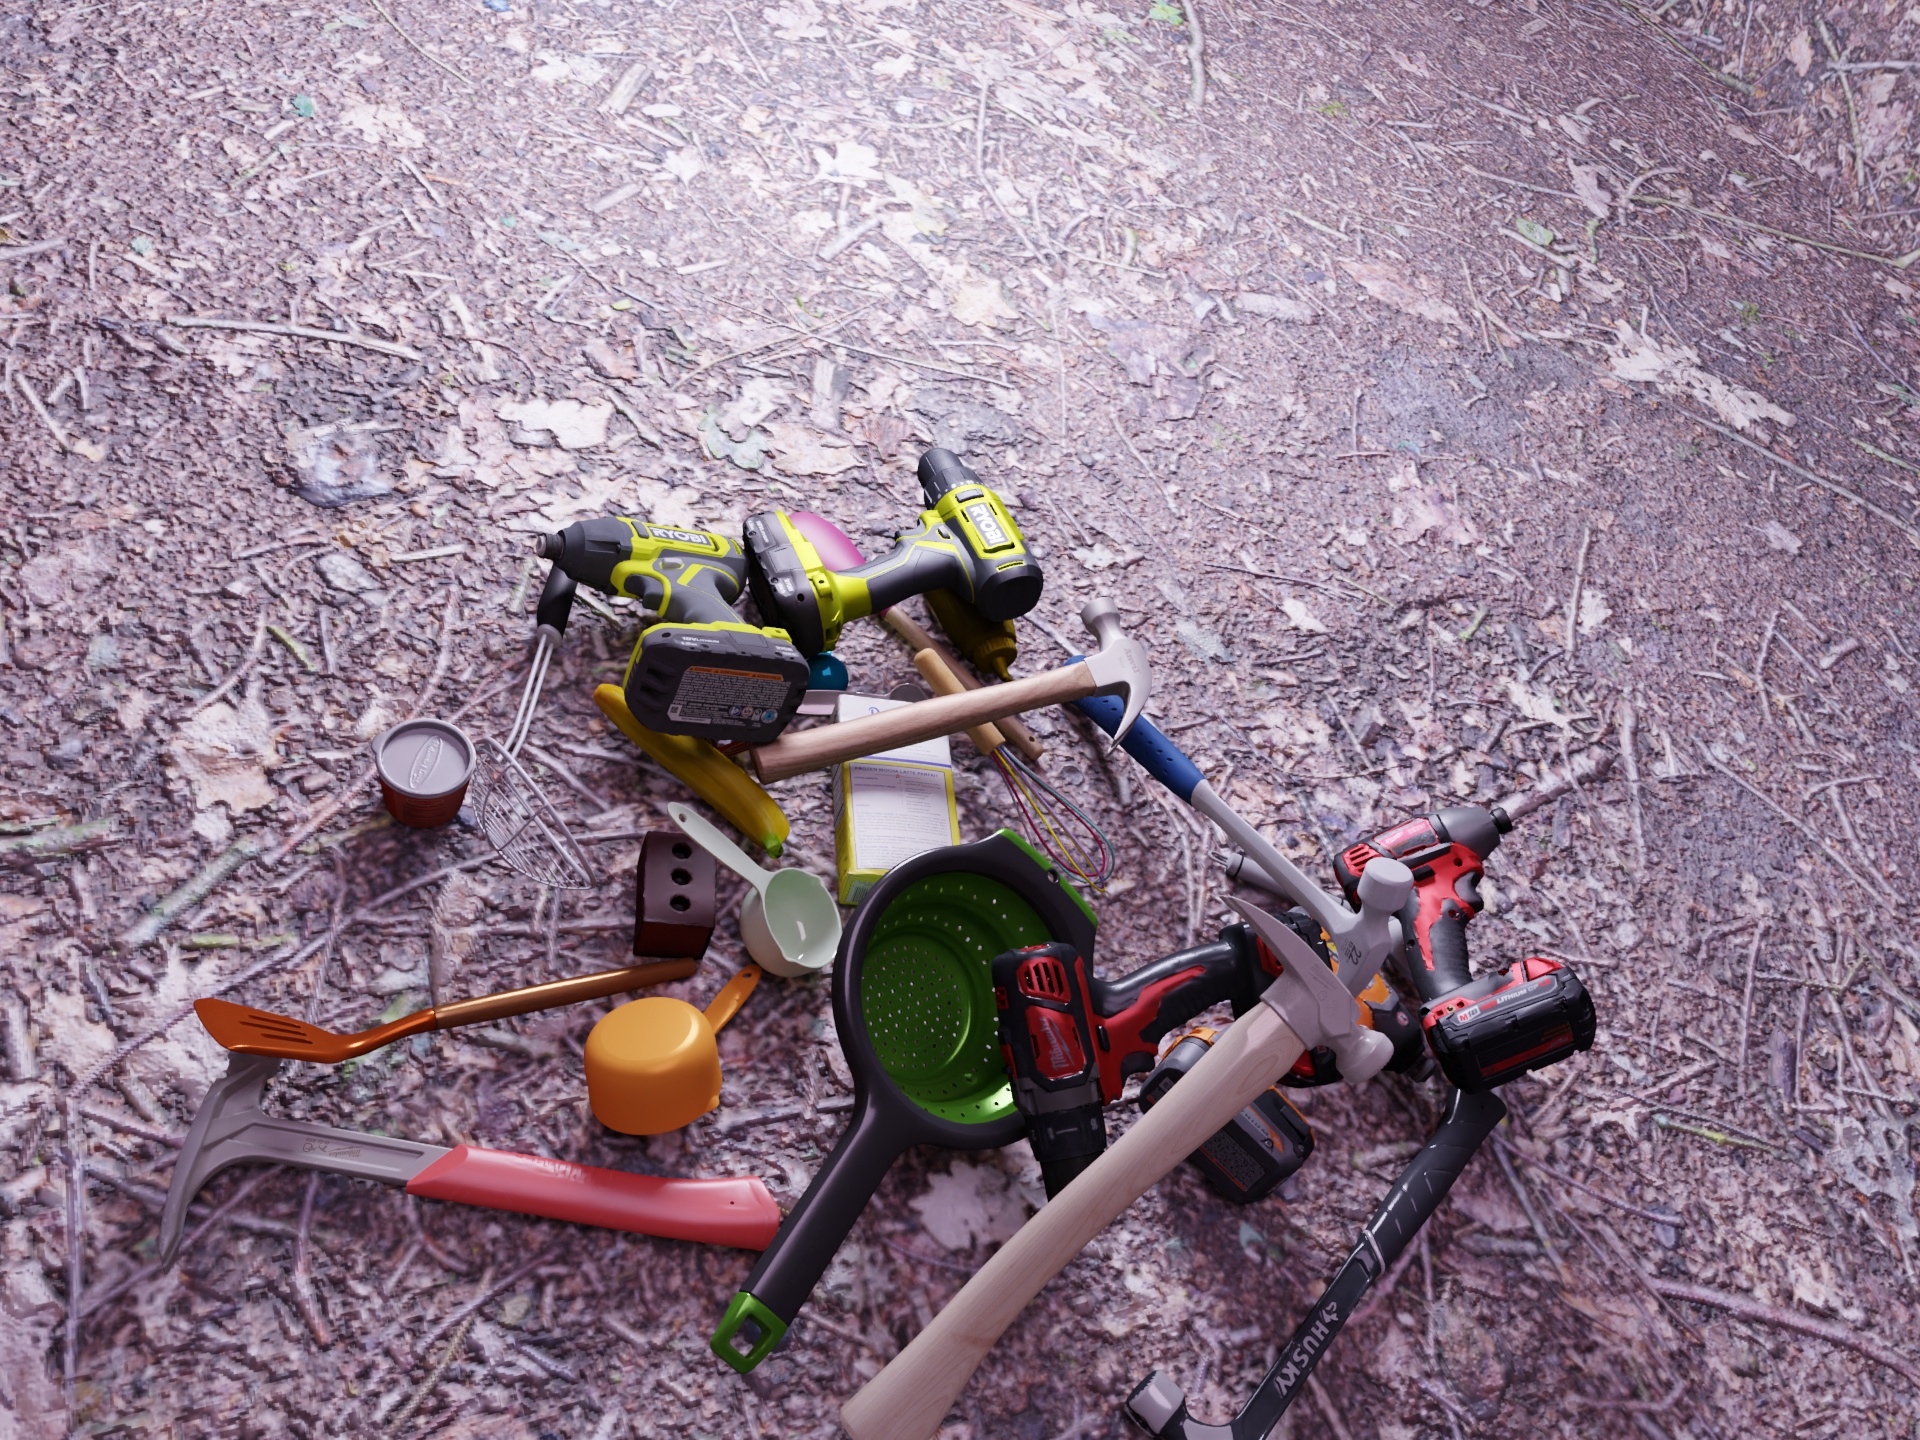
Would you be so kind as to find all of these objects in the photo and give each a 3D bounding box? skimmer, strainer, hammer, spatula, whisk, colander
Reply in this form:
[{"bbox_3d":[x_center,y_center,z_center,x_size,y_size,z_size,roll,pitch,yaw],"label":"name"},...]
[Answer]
[{"bbox_3d":[-0.295,-0.027,1.202,0.090,0.127,0.364,-10,44,10],"label":"skimmer"},{"bbox_3d":[0.326,0.162,1.322,0.258,0.050,0.087,23,33,2],"label":"strainer"},{"bbox_3d":[0.192,0.069,1.252,0.035,0.144,0.406,-6,33,-30],"label":"hammer"},{"bbox_3d":[0.287,0.393,1.125,0.149,0.036,0.409,43,51,14],"label":"hammer"},{"bbox_3d":[-0.320,0.181,1.037,0.322,0.041,0.081,-7,17,-36],"label":"spatula"},{"bbox_3d":[-0.291,0.293,0.986,0.359,0.036,0.149,13,50,-10],"label":"hammer"},{"bbox_3d":[0.080,0.291,0.995,0.410,0.038,0.146,-42,90,-9],"label":"hammer"},{"bbox_3d":[-0.002,-0.004,1.252,0.331,0.031,0.130,-15,63,-17],"label":"hammer"},{"bbox_3d":[0.042,0.039,1.278,0.245,0.051,0.047,52,41,10],"label":"whisk"},{"bbox_3d":[-0.054,0.250,1.065,0.204,0.094,0.397,46,56,-13],"label":"colander"}]

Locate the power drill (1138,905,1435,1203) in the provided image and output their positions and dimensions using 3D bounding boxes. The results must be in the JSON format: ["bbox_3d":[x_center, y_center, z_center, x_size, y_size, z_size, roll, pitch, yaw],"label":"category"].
[{"bbox_3d":[0.255,0.256,1.194,0.164,0.084,0.226,42,47,14],"label":"power drill"}]

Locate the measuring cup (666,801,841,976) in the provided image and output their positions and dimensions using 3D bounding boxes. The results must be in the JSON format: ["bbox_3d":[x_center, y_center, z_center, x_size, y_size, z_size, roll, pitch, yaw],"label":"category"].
[{"bbox_3d":[-0.156,0.119,1.132,0.167,0.038,0.083,44,37,-20],"label":"measuring cup"}]

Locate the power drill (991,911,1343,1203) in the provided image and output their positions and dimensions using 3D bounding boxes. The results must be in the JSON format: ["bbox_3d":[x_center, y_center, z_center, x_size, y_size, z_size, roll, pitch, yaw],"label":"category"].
[{"bbox_3d":[0.141,0.229,1.064,0.226,0.080,0.188,-9,79,-13],"label":"power drill"}]

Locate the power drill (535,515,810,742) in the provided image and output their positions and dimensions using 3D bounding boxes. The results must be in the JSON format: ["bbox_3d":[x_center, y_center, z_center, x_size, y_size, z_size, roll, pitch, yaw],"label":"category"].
[{"bbox_3d":[-0.222,-0.081,1.228,0.171,0.080,0.223,5,32,-35],"label":"power drill"}]

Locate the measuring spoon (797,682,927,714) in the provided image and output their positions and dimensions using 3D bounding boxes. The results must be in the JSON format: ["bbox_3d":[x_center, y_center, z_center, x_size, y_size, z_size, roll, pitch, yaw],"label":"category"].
[{"bbox_3d":[-0.090,-0.014,1.321,0.124,0.018,0.034,1,87,-13],"label":"measuring spoon"}]

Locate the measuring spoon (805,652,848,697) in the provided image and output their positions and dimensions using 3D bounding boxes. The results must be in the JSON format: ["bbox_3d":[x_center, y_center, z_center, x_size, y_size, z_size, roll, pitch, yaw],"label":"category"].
[{"bbox_3d":[-0.116,-0.075,1.354,0.042,0.021,0.129,6,51,-16],"label":"measuring spoon"}]

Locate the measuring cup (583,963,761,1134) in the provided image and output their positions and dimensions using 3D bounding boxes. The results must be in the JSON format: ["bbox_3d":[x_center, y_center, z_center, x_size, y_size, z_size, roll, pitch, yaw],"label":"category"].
[{"bbox_3d":[-0.185,0.201,1.074,0.095,0.052,0.174,11,34,23],"label":"measuring cup"}]

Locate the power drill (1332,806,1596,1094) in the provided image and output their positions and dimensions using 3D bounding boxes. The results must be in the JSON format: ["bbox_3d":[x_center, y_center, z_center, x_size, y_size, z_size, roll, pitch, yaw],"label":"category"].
[{"bbox_3d":[0.389,0.161,1.220,0.143,0.078,0.220,-25,44,8],"label":"power drill"}]

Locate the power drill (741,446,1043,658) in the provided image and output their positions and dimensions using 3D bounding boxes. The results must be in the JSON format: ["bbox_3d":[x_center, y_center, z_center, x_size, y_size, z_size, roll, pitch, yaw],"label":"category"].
[{"bbox_3d":[-0.065,-0.147,1.355,0.228,0.080,0.191,-16,52,-15],"label":"power drill"}]

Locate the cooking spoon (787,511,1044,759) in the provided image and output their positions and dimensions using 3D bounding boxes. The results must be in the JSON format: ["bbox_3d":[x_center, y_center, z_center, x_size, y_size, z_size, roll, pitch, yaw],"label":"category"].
[{"bbox_3d":[-0.043,-0.078,1.385,0.319,0.017,0.069,44,45,15],"label":"cooking spoon"}]
